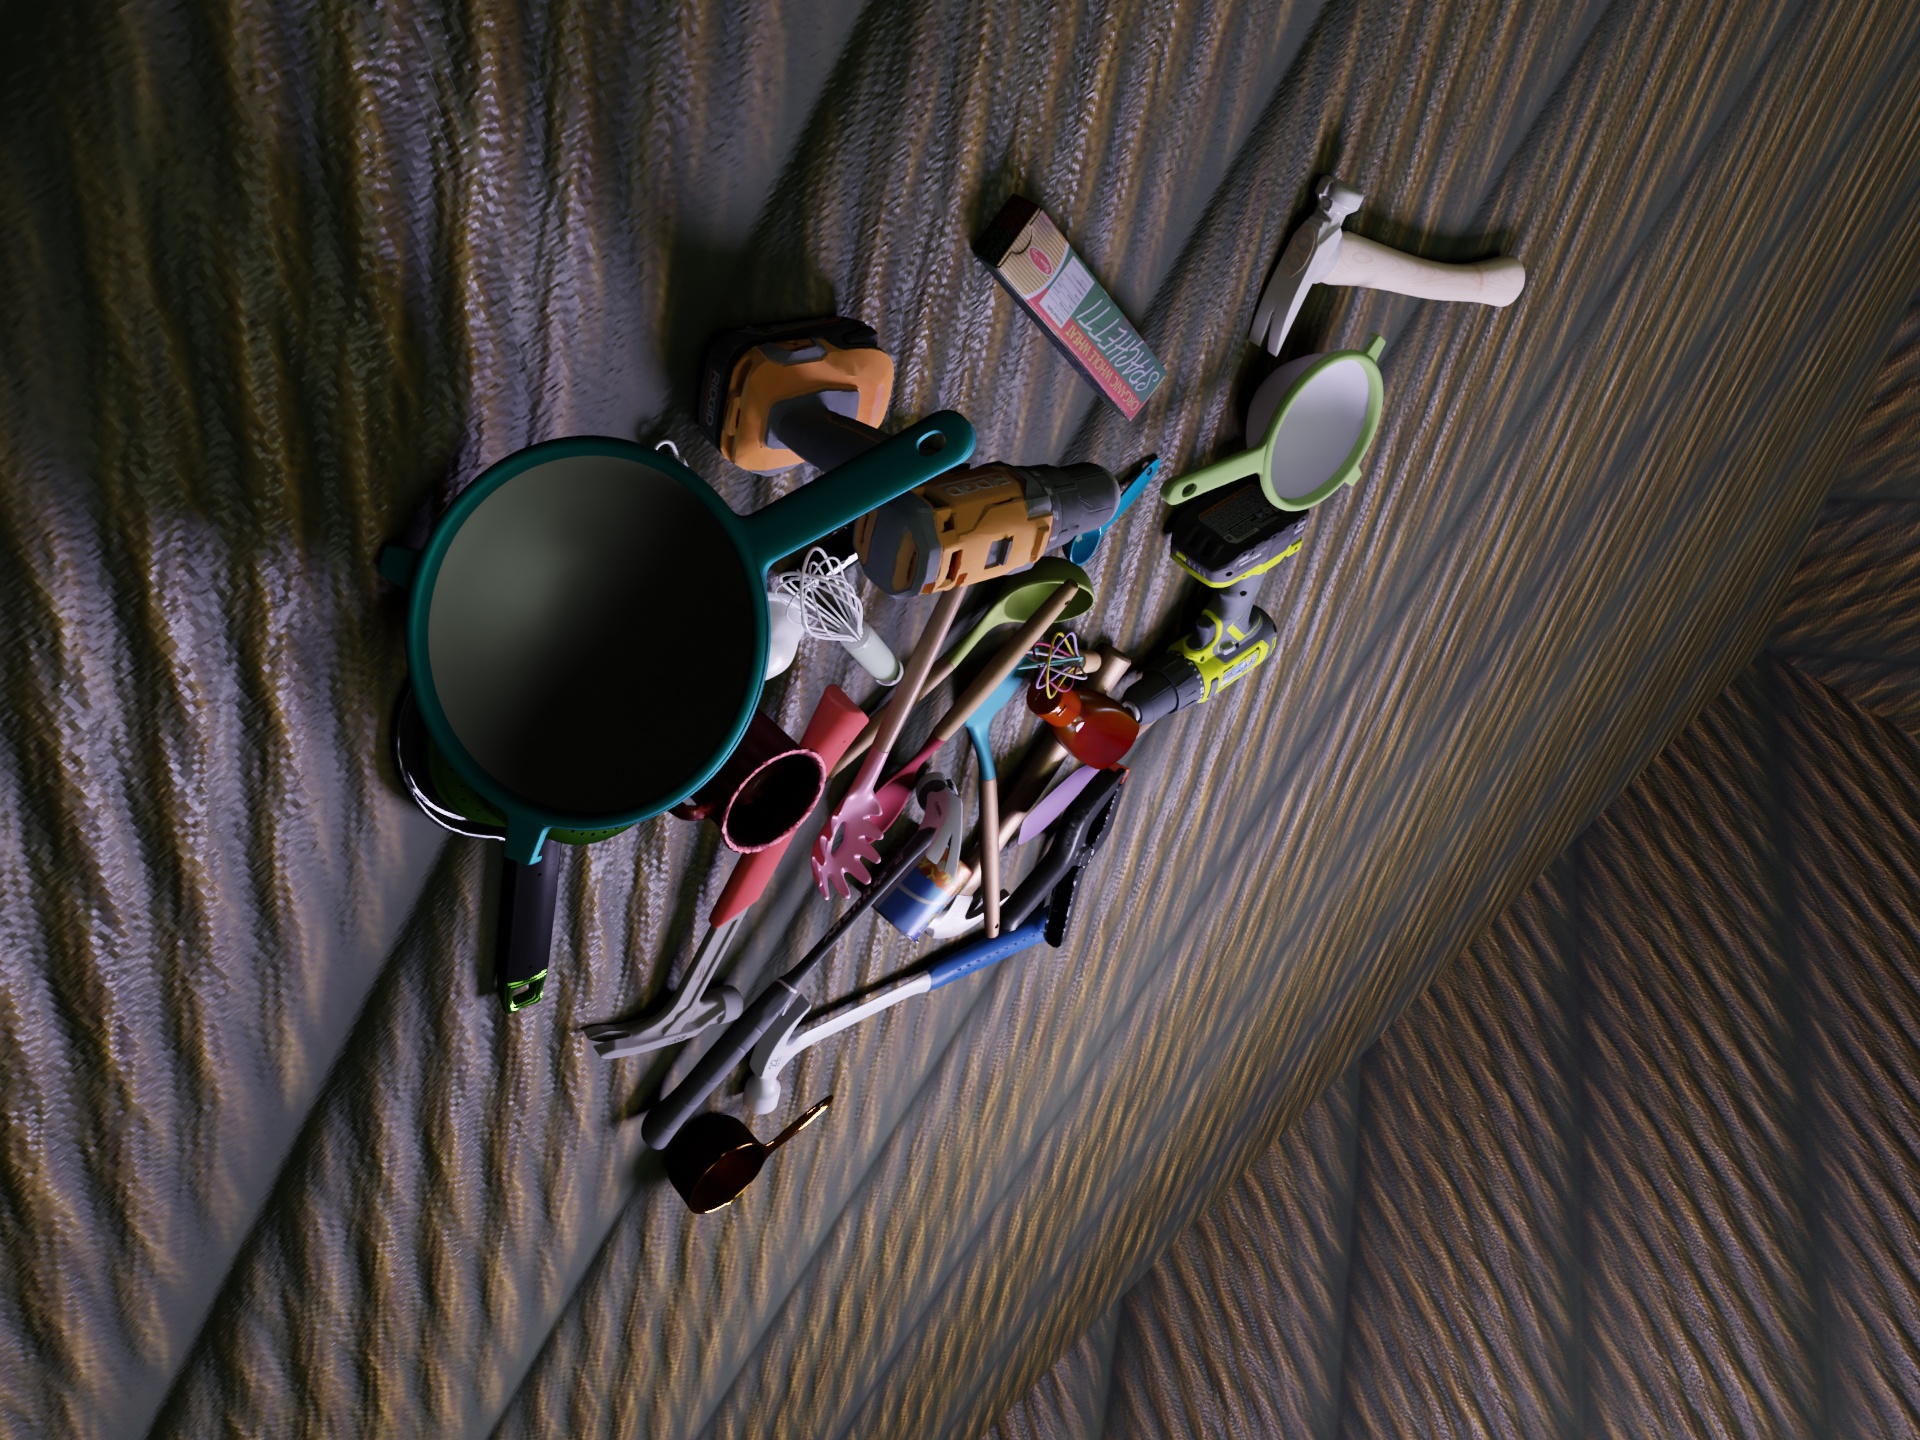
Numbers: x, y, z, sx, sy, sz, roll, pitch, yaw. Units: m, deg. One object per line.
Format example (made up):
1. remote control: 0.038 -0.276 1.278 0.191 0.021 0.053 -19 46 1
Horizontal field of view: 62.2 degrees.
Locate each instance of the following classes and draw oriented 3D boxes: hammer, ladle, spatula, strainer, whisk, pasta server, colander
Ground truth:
1. hammer: -0.172 0.123 1.252 0.149 0.037 0.359 -5 133 -50
2. ladle: -0.022 -0.022 1.293 0.320 0.062 0.078 -42 158 -8
3. spatula: 0.157 0.022 1.566 0.316 0.018 0.059 -40 155 -31
4. hammer: 0.062 0.072 1.525 0.130 0.031 0.331 15 111 -56
5. strainer: 0.260 -0.248 1.396 0.256 0.069 0.151 -25 135 -27
6. whisk: -0.078 -0.065 1.149 0.246 0.058 0.059 50 45 -73
7. ladle: -0.002 -0.004 1.285 0.315 0.031 0.069 -49 164 33
8. strainer: -0.157 -0.091 1.060 0.087 0.050 0.258 -28 142 -7
9. whisk: 0.092 -0.047 1.357 0.051 0.047 0.245 -22 177 13
10. pasta server: -0.048 0.003 1.247 0.060 0.040 0.316 3 121 -45
11. hammer: -0.041 0.262 1.596 0.405 0.035 0.144 -19 138 -41
12. spatula: 0.031 0.077 1.446 0.082 0.044 0.317 -30 132 -37
13. strainer: -0.137 -0.075 0.875 0.340 0.211 0.095 -27 174 11
14. hammer: -0.137 0.220 1.372 0.036 0.149 0.409 39 99 -17
15. colander: -0.260 0.075 1.051 0.204 0.095 0.396 -20 138 -40
16. hammer: 0.408 -0.398 1.451 0.410 0.038 0.146 -11 133 -47

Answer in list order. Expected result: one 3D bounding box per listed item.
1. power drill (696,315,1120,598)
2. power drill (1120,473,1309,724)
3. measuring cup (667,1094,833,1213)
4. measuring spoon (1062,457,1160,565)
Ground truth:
1. power drill: -0.028 -0.162 0.960 0.185 0.226 0.084 -20 139 -40
2. power drill: 0.238 -0.105 1.516 0.190 0.080 0.228 -32 148 -29
3. measuring cup: -0.203 0.396 1.522 0.173 0.052 0.095 -32 145 -30
4. measuring spoon: 0.125 -0.183 1.349 0.128 0.021 0.042 -48 150 -21
